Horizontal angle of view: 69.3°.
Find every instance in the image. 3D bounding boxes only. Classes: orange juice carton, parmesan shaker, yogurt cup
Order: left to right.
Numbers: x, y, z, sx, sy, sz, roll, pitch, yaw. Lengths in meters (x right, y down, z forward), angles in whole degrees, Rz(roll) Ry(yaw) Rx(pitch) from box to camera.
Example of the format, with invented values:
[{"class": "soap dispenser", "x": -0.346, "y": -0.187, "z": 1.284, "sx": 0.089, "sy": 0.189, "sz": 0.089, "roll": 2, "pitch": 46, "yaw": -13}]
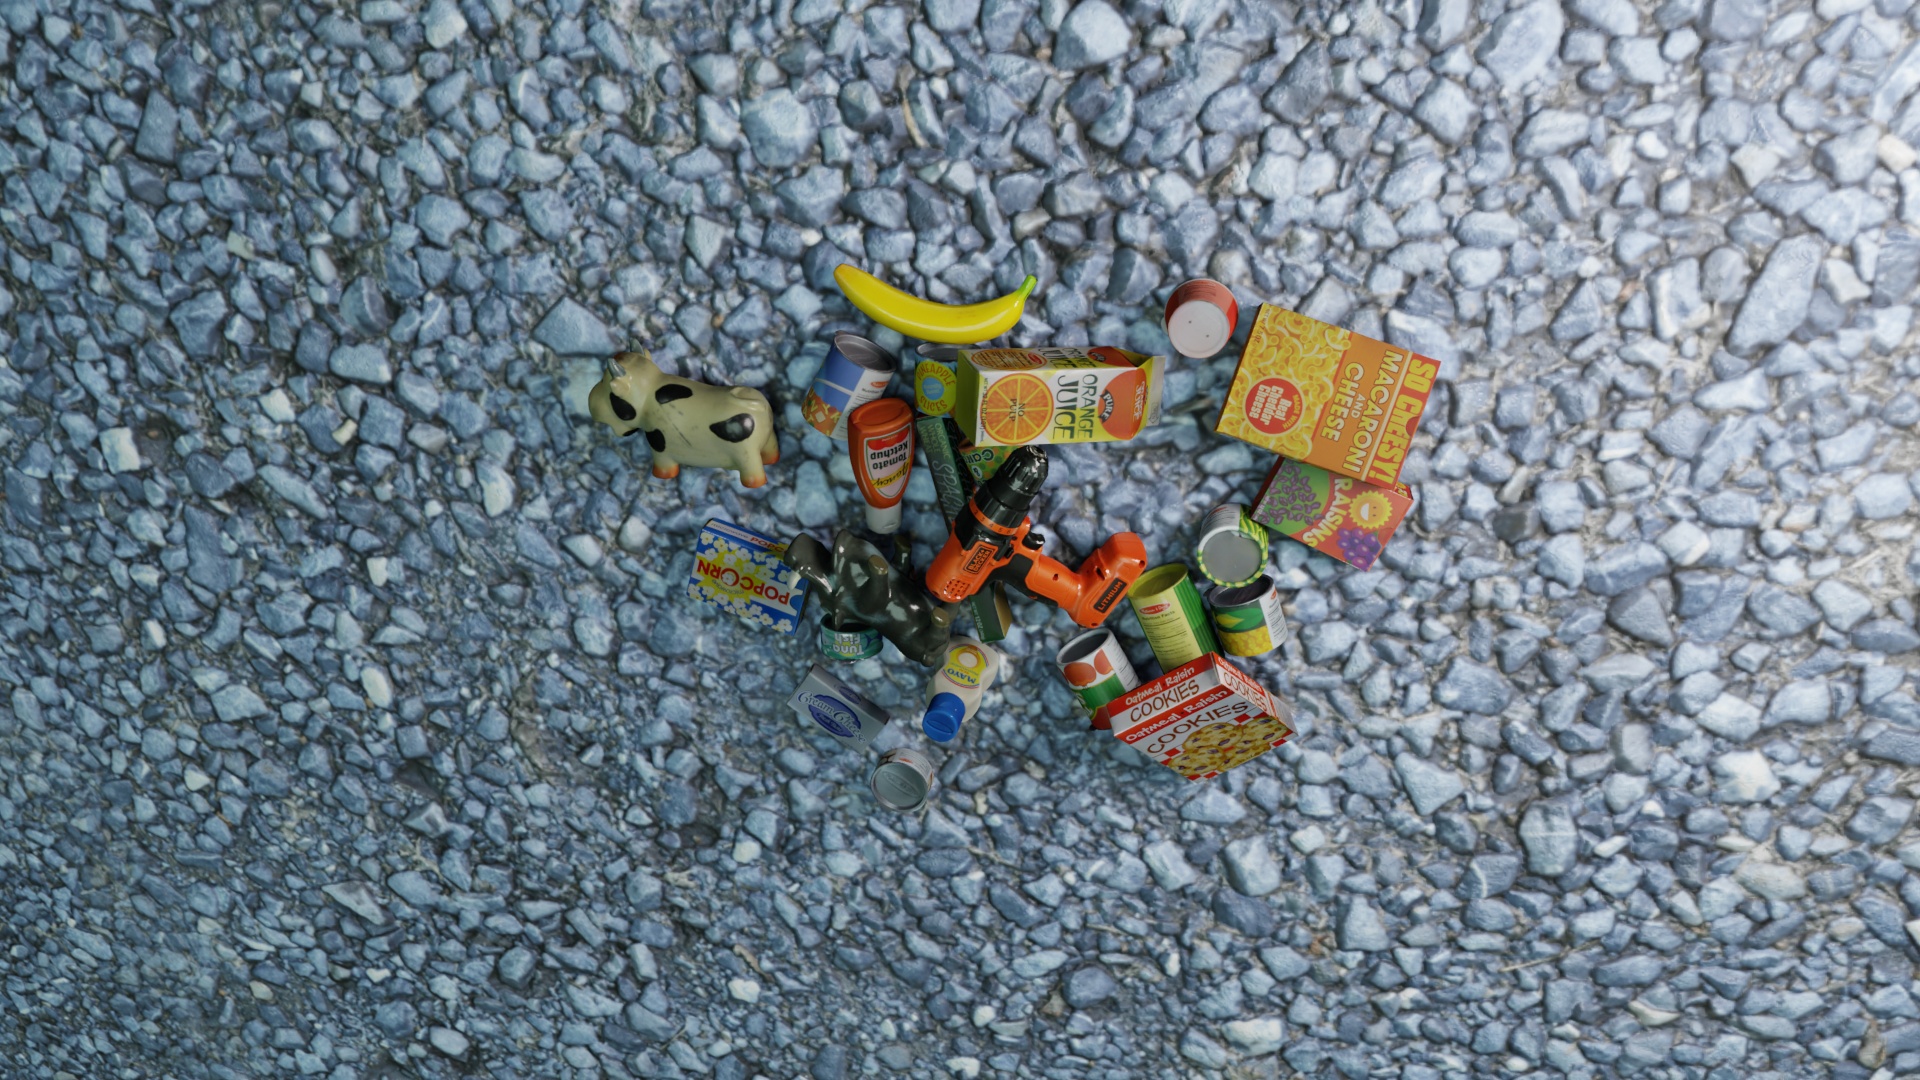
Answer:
[{"class": "orange juice carton", "x": 0.097, "y": -0.135, "z": 1.280, "sx": 0.193, "sy": 0.073, "sz": 0.071, "roll": -3, "pitch": 115, "yaw": -14}, {"class": "parmesan shaker", "x": 0.211, "y": 0.083, "z": 1.376, "sx": 0.071, "sy": 0.071, "sz": 0.103, "roll": -20, "pitch": 108, "yaw": 21}, {"class": "yogurt cup", "x": 0.217, "y": -0.198, "z": 1.255, "sx": 0.072, "sy": 0.054, "sz": 0.072, "roll": 5, "pitch": 114, "yaw": 11}]

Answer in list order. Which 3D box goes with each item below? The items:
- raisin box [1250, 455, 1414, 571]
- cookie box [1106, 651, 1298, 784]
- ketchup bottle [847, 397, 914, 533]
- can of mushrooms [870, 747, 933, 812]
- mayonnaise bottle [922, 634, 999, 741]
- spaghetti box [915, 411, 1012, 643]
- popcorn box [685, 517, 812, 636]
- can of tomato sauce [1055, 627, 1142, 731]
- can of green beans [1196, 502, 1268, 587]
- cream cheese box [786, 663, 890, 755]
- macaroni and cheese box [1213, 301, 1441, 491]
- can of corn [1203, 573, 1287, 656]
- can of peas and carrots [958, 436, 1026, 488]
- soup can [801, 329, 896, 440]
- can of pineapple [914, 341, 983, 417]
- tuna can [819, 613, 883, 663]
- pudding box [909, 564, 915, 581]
[{"class": "raisin box", "x": 0.348, "y": -0.036, "z": 1.304, "sx": 0.123, "sy": 0.040, "sz": 0.085, "roll": 25, "pitch": 116, "yaw": 1}, {"class": "cookie box", "x": 0.241, "y": 0.178, "z": 1.377, "sx": 0.122, "sy": 0.040, "sz": 0.167, "roll": -31, "pitch": 139, "yaw": 24}, {"class": "ketchup bottle", "x": -0.077, "y": -0.070, "z": 1.365, "sx": 0.065, "sy": 0.044, "sz": 0.148, "roll": -21, "pitch": 141, "yaw": -20}, {"class": "can of mushrooms", "x": -0.066, "y": 0.267, "z": 1.541, "sx": 0.071, "sy": 0.033, "sz": 0.070, "roll": 5, "pitch": 115, "yaw": 11}, {"class": "mayonnaise bottle", "x": -0.004, "y": 0.150, "z": 1.410, "sx": 0.065, "sy": 0.149, "sz": 0.041, "roll": 23, "pitch": 117, "yaw": 3}, {"class": "spaghetti box", "x": 0.005, "y": -0.017, "z": 1.388, "sx": 0.028, "sy": 0.050, "sz": 0.249, "roll": -10, "pitch": 110, "yaw": 16}, {"class": "popcorn box", "x": -0.221, "y": 0.038, "z": 1.474, "sx": 0.127, "sy": 0.038, "sz": 0.084, "roll": 20, "pitch": 115, "yaw": 4}, {"class": "can of tomato sauce", "x": 0.143, "y": 0.142, "z": 1.417, "sx": 0.071, "sy": 0.071, "sz": 0.083, "roll": -25, "pitch": 105, "yaw": 22}, {"class": "can of green beans", "x": 0.262, "y": 0.005, "z": 1.332, "sx": 0.071, "sy": 0.058, "sz": 0.071, "roll": 5, "pitch": 115, "yaw": 11}, {"class": "cream cheese box", "x": -0.135, "y": 0.186, "z": 1.527, "sx": 0.104, "sy": 0.024, "sz": 0.053, "roll": 36, "pitch": 116, "yaw": -4}, {"class": "macaroni and cheese box", "x": 0.327, "y": -0.128, "z": 1.246, "sx": 0.166, "sy": 0.040, "sz": 0.123, "roll": 19, "pitch": 96, "yaw": 5}, {"class": "can of corn", "x": 0.278, "y": 0.073, "z": 1.355, "sx": 0.071, "sy": 0.071, "sz": 0.058, "roll": -14, "pitch": 110, "yaw": 19}, {"class": "can of peas and carrots", "x": 0.037, "y": -0.079, "z": 1.342, "sx": 0.071, "sy": 0.071, "sz": 0.058, "roll": -23, "pitch": 106, "yaw": 22}, {"class": "soup can", "x": -0.111, "y": -0.150, "z": 1.350, "sx": 0.071, "sy": 0.072, "sz": 0.083, "roll": 30, "pitch": 117, "yaw": -1}, {"class": "can of pineapple", "x": -0.012, "y": -0.154, "z": 1.321, "sx": 0.071, "sy": 0.071, "sz": 0.057, "roll": 6, "pitch": 115, "yaw": 11}, {"class": "tuna can", "x": -0.115, "y": 0.099, "z": 1.457, "sx": 0.071, "sy": 0.071, "sz": 0.032, "roll": 4, "pitch": 114, "yaw": 12}, {"class": "pudding box", "x": -0.090, "y": 0.050, "z": 1.453, "sx": 0.084, "sy": 0.030, "sz": 0.049, "roll": 2, "pitch": 115, "yaw": 13}]
